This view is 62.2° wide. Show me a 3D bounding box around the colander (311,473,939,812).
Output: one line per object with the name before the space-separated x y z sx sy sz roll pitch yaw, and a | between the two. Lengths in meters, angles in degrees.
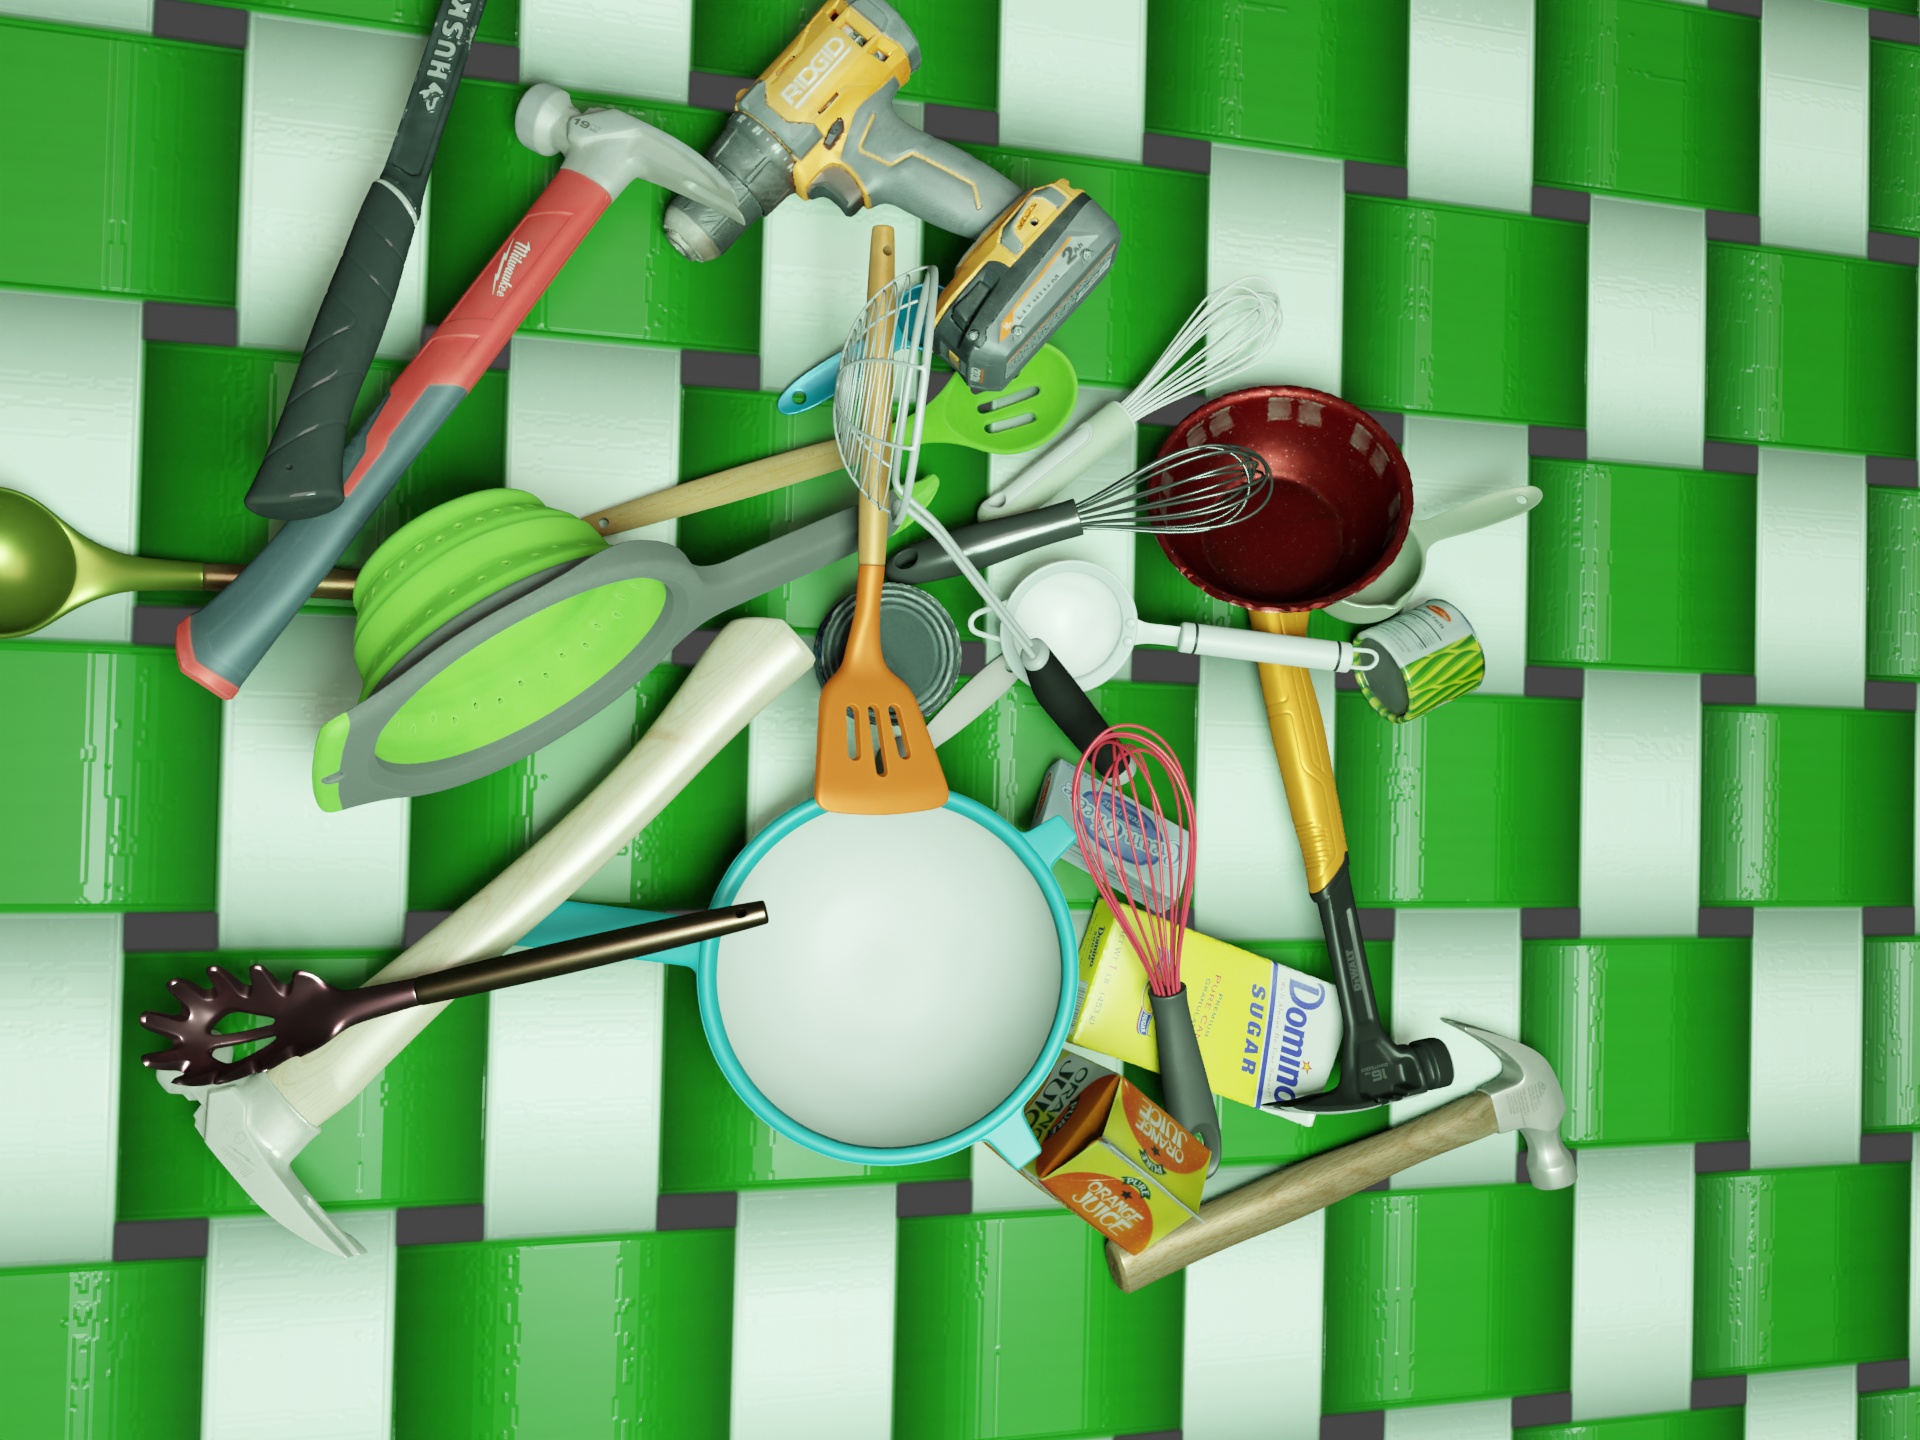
colander | -0.184 -0.087 0.872 0.397 0.204 0.094 -29 78 -32

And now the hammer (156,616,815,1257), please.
hammer | -0.232 0.101 0.872 0.410 0.038 0.146 -44 81 -9

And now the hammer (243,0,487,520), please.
hammer | -0.300 -0.296 0.847 0.149 0.036 0.409 14 75 -4

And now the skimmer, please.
skimmer | 0.038 -0.084 0.880 0.090 0.127 0.362 -21 133 21

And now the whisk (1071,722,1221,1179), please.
whisk | 0.118 0.141 0.939 0.073 0.073 0.295 -17 106 -15

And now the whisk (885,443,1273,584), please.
whisk | 0.070 -0.118 0.953 0.239 0.055 0.055 -15 94 5

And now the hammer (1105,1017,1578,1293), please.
hammer | 0.248 0.292 1.036 0.331 0.031 0.130 -17 94 -15

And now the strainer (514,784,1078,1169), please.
strainer | -0.102 0.140 0.921 0.340 0.095 0.211 6 75 5

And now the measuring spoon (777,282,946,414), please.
measuring spoon | -0.056 -0.221 0.970 0.128 0.021 0.042 -33 89 -4

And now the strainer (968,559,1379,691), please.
strainer | 0.132 -0.051 0.984 0.258 0.050 0.086 7 111 -3

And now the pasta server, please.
pasta server | -0.257 0.133 0.827 0.316 0.040 0.060 -12 68 -6

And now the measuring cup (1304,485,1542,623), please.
measuring cup | 0.301 -0.114 1.037 0.167 0.038 0.083 -20 68 -9

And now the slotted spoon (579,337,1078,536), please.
slotted spoon | -0.076 -0.162 0.956 0.313 0.031 0.070 -19 94 -13

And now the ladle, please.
ladle | -0.379 -0.077 0.856 0.320 0.062 0.078 2 90 -18

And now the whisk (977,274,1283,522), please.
whisk | 0.107 -0.196 0.998 0.246 0.058 0.059 -39 133 -8

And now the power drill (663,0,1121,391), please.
power drill | -0.044 -0.291 0.926 0.226 0.084 0.185 42 86 3

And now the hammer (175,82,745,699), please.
hammer | -0.273 -0.169 0.851 0.143 0.038 0.386 29 76 12

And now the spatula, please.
spatula | -0.044 -0.110 0.879 0.081 0.041 0.322 0 95 -26

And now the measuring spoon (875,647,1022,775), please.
measuring spoon | -0.002 -0.003 0.978 0.124 0.018 0.034 -43 100 -13

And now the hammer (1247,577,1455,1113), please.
hammer | 0.221 0.075 1.003 0.127 0.034 0.337 -7 82 -23
